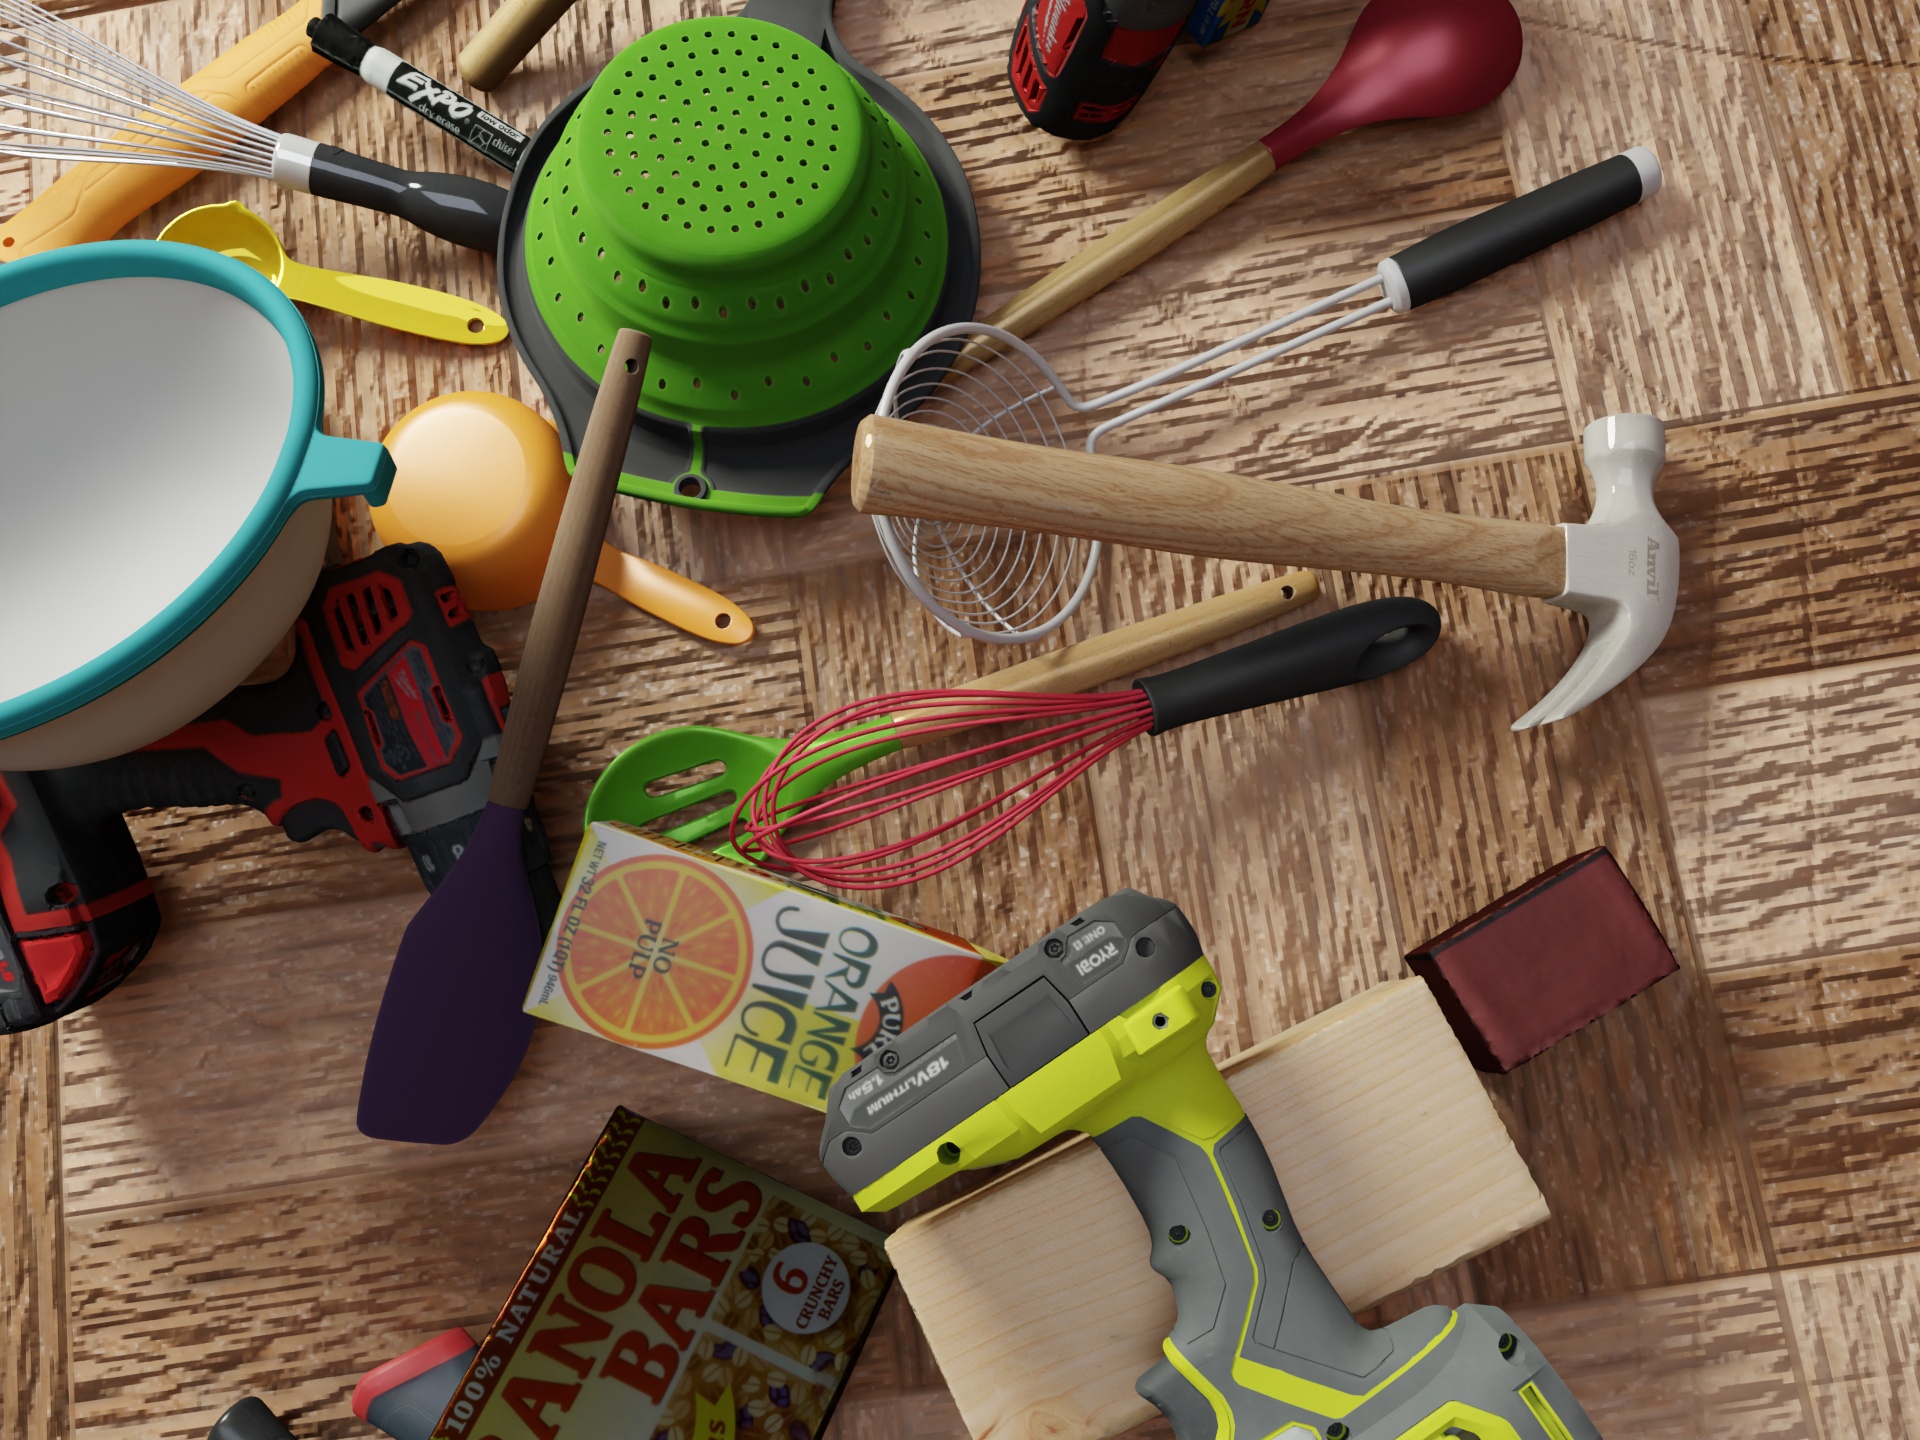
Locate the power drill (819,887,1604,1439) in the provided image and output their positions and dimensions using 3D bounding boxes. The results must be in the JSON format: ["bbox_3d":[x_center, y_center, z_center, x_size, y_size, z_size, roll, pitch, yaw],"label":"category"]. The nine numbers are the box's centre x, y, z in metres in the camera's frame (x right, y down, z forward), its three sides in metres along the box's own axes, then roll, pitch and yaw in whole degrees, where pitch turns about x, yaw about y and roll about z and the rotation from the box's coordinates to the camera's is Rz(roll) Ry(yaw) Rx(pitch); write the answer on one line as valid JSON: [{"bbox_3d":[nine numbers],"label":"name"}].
[{"bbox_3d":[0.056,0.187,0.491,0.190,0.080,0.228,-34,80,-2],"label":"power drill"}]

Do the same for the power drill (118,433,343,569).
[{"bbox_3d":[-0.394,-0.091,0.673,0.226,0.084,0.164,-19,77,5],"label":"power drill"}]

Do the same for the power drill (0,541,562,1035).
[{"bbox_3d":[-0.275,0.050,0.628,0.226,0.080,0.188,-20,97,0],"label":"power drill"}]

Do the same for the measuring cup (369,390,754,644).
[{"bbox_3d":[-0.166,-0.077,0.663,0.174,0.052,0.095,26,82,11],"label":"measuring cup"}]

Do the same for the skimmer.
[{"bbox_3d":[0.131,-0.148,0.635,0.363,0.090,0.127,-25,106,-3],"label":"skimmer"}]

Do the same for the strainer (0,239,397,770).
[{"bbox_3d":[-0.343,-0.098,0.584,0.211,0.095,0.341,-39,59,-13],"label":"strainer"}]

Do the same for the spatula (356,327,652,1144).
[{"bbox_3d":[-0.162,0.007,0.599,0.059,0.018,0.316,14,91,-32],"label":"spatula"}]

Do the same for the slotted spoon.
[{"bbox_3d":[-0.001,-0.002,0.649,0.314,0.031,0.070,-20,88,-2],"label":"slotted spoon"}]

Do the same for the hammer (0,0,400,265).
[{"bbox_3d":[-0.311,-0.315,0.732,0.337,0.034,0.127,-41,79,-4],"label":"hammer"}]

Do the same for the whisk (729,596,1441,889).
[{"bbox_3d":[0.053,0.001,0.616,0.296,0.073,0.073,-17,78,-11],"label":"whisk"}]

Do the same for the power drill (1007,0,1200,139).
[{"bbox_3d":[0.036,-0.370,0.654,0.078,0.143,0.220,-18,79,-21],"label":"power drill"}]

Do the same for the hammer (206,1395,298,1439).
[{"bbox_3d":[-0.115,0.377,0.558,0.409,0.036,0.149,33,116,15],"label":"hammer"}]

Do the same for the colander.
[{"bbox_3d":[-0.079,-0.286,0.660,0.204,0.094,0.397,9,74,0],"label":"colander"}]

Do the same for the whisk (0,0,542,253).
[{"bbox_3d":[-0.317,-0.248,0.682,0.284,0.070,0.070,13,80,-11],"label":"whisk"}]

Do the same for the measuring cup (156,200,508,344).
[{"bbox_3d":[-0.279,-0.187,0.714,0.156,0.029,0.062,12,78,-5],"label":"measuring cup"}]

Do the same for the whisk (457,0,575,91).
[{"bbox_3d":[-0.136,-0.362,0.681,0.245,0.047,0.051,-35,37,24],"label":"whisk"}]

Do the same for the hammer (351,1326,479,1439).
[{"bbox_3d":[-0.062,0.351,0.579,0.386,0.038,0.143,27,84,9],"label":"hammer"}]

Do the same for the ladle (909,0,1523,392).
[{"bbox_3d":[0.109,-0.230,0.686,0.315,0.031,0.069,-34,80,-1],"label":"ladle"}]

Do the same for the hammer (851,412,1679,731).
[{"bbox_3d":[0.123,-0.071,0.599,0.331,0.031,0.130,6,78,-14],"label":"hammer"}]
